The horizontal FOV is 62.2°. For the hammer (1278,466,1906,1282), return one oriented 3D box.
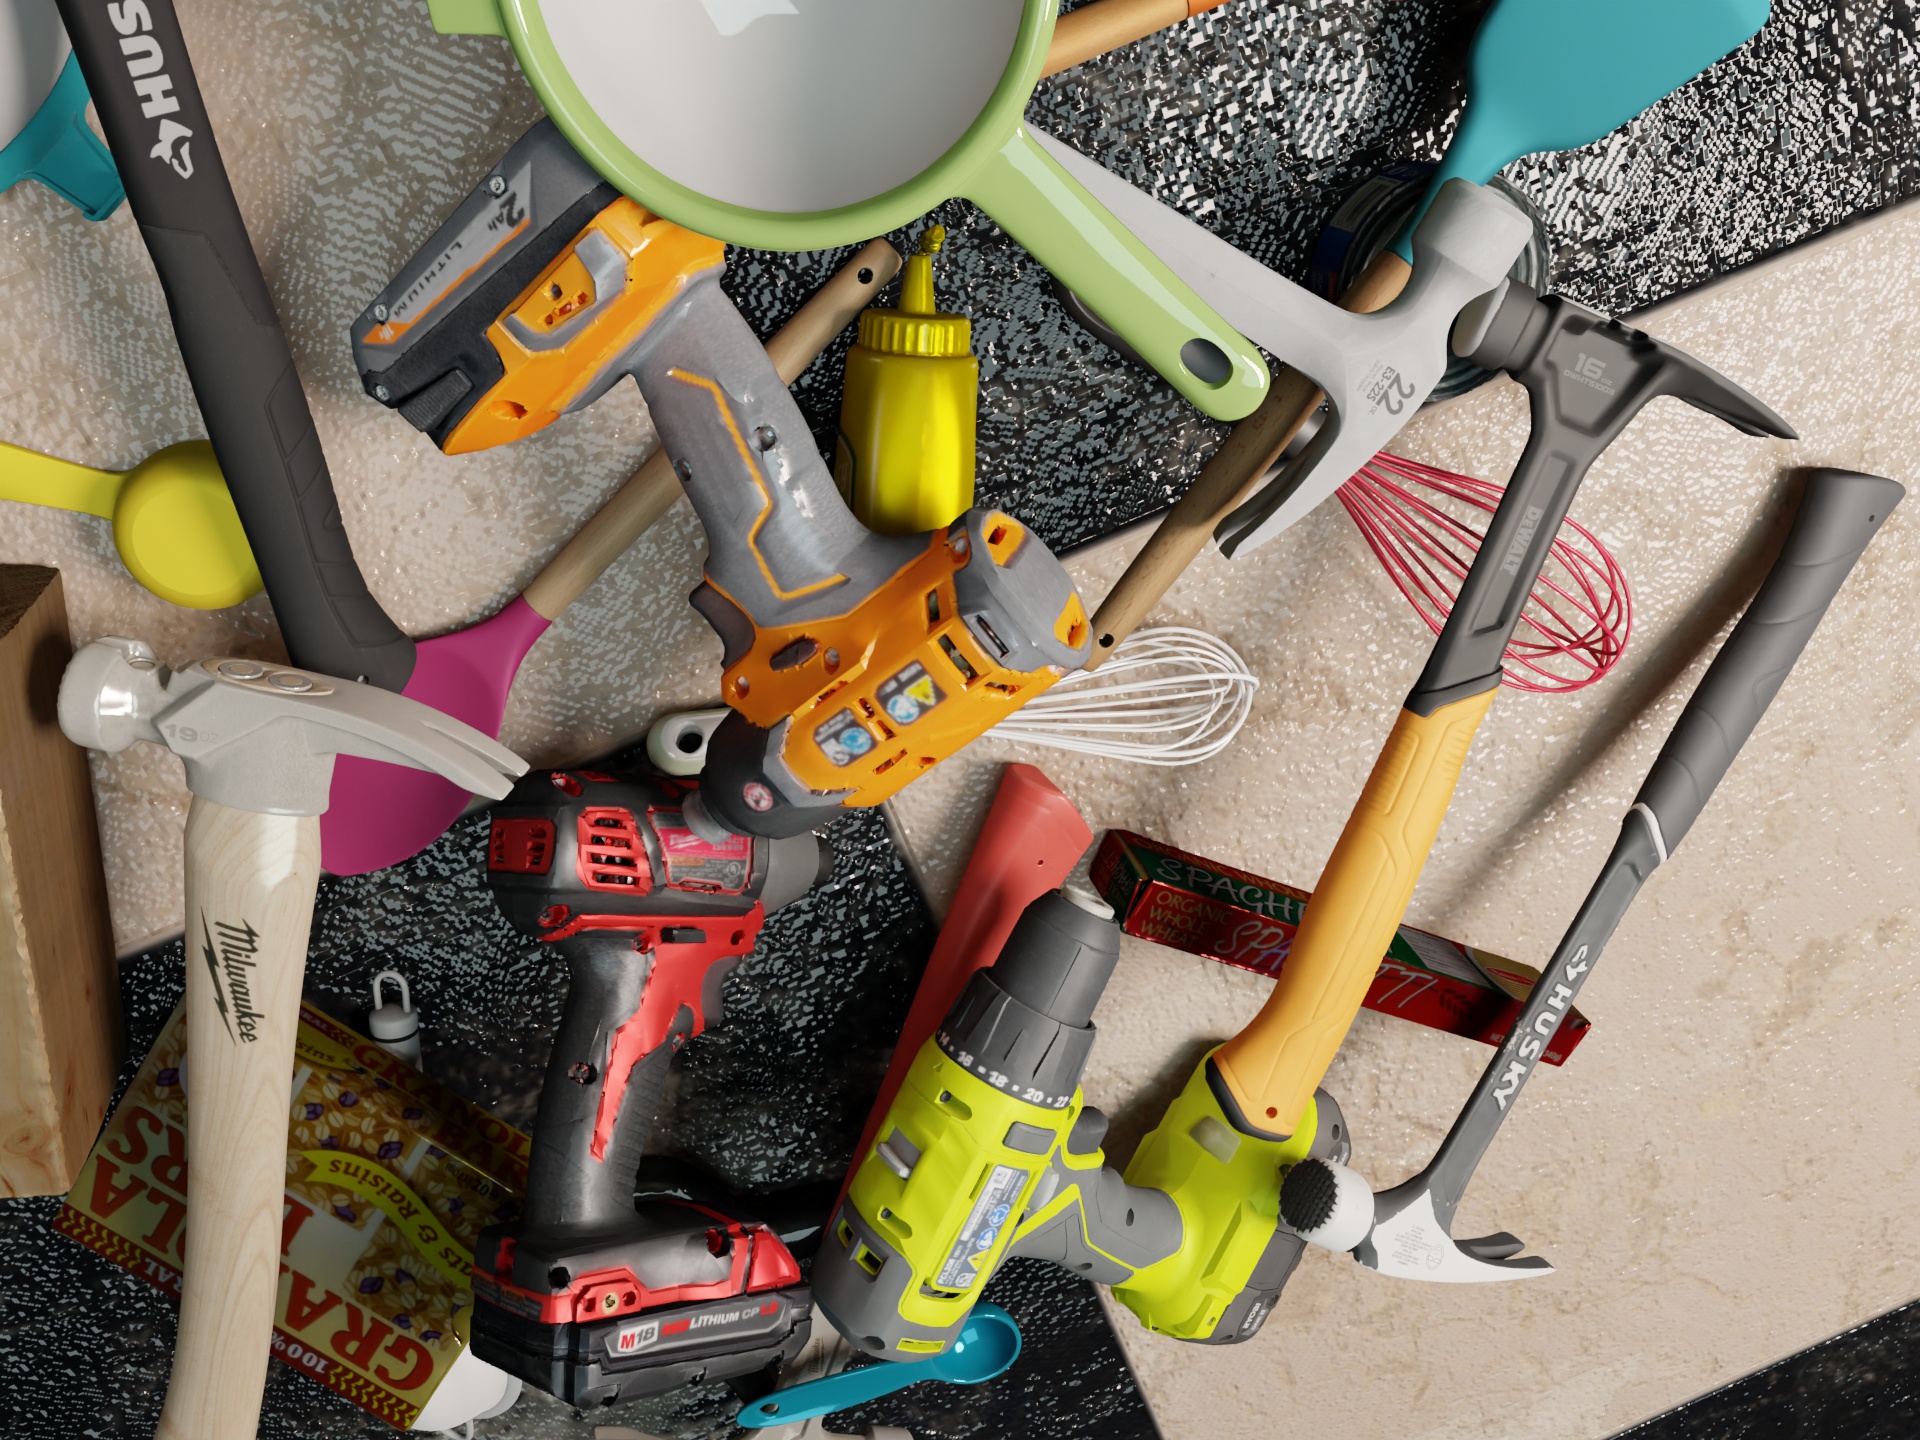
[{"bbox_3d":[0.295,0.070,0.698,0.149,0.036,0.409,29,93,-29],"label":"hammer"}]

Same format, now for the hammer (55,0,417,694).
[{"bbox_3d":[-0.232,-0.135,0.477,0.146,0.035,0.334,-30,133,-31],"label":"hammer"}]

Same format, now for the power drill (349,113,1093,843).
[{"bbox_3d":[-0.086,-0.065,0.524,0.164,0.084,0.226,-35,101,26],"label":"power drill"}]

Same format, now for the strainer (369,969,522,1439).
[{"bbox_3d":[-0.237,0.223,0.684,0.087,0.050,0.258,6,109,12],"label":"strainer"}]

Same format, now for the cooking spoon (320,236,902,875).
[{"bbox_3d":[-0.139,-0.060,0.588,0.319,0.017,0.068,-43,99,8],"label":"cooking spoon"}]

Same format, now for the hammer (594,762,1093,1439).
[{"bbox_3d":[-0.036,0.186,0.691,0.149,0.037,0.359,16,103,-23],"label":"hammer"}]

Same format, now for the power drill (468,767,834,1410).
[{"bbox_3d":[-0.112,0.131,0.607,0.143,0.078,0.220,7,83,-45],"label":"power drill"}]

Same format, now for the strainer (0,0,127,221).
[{"bbox_3d":[-0.408,-0.224,0.405,0.340,0.095,0.210,-4,115,-13],"label":"strainer"}]

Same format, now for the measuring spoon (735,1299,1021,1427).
[{"bbox_3d":[-0.037,0.282,0.699,0.128,0.021,0.042,-16,120,-3],"label":"measuring spoon"}]

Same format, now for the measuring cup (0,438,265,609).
[{"bbox_3d":[-0.308,-0.076,0.534,0.156,0.029,0.062,13,111,-21],"label":"measuring cup"}]

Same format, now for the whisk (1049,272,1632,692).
[{"bbox_3d":[0.156,-0.096,0.623,0.295,0.073,0.073,31,104,-17],"label":"whisk"}]

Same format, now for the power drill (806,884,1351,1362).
[{"bbox_3d":[0.063,0.178,0.674,0.228,0.080,0.190,24,95,-40],"label":"power drill"}]

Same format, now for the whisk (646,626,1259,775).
[{"bbox_3d":[-0.001,-0.002,0.635,0.246,0.059,0.058,-6,77,-6],"label":"whisk"}]

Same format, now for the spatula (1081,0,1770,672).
[{"bbox_3d":[0.140,-0.141,0.561,0.082,0.044,0.317,34,102,-16],"label":"spatula"}]

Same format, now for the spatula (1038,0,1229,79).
[{"bbox_3d":[0.054,-0.239,0.538,0.322,0.041,0.081,-22,102,-1],"label":"spatula"}]

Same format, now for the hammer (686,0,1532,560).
[{"bbox_3d":[-0.022,-0.196,0.503,0.405,0.035,0.144,27,108,-12],"label":"hammer"}]

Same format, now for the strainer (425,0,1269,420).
[{"bbox_3d":[-0.007,-0.181,0.452,0.256,0.069,0.151,38,117,-19],"label":"strainer"}]

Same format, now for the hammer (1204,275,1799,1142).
[{"bbox_3d":[0.185,0.013,0.607,0.127,0.034,0.337,21,101,-8],"label":"hammer"}]

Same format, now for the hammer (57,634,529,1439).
[{"bbox_3d":[-0.259,0.176,0.588,0.146,0.038,0.410,13,109,-1],"label":"hammer"}]
